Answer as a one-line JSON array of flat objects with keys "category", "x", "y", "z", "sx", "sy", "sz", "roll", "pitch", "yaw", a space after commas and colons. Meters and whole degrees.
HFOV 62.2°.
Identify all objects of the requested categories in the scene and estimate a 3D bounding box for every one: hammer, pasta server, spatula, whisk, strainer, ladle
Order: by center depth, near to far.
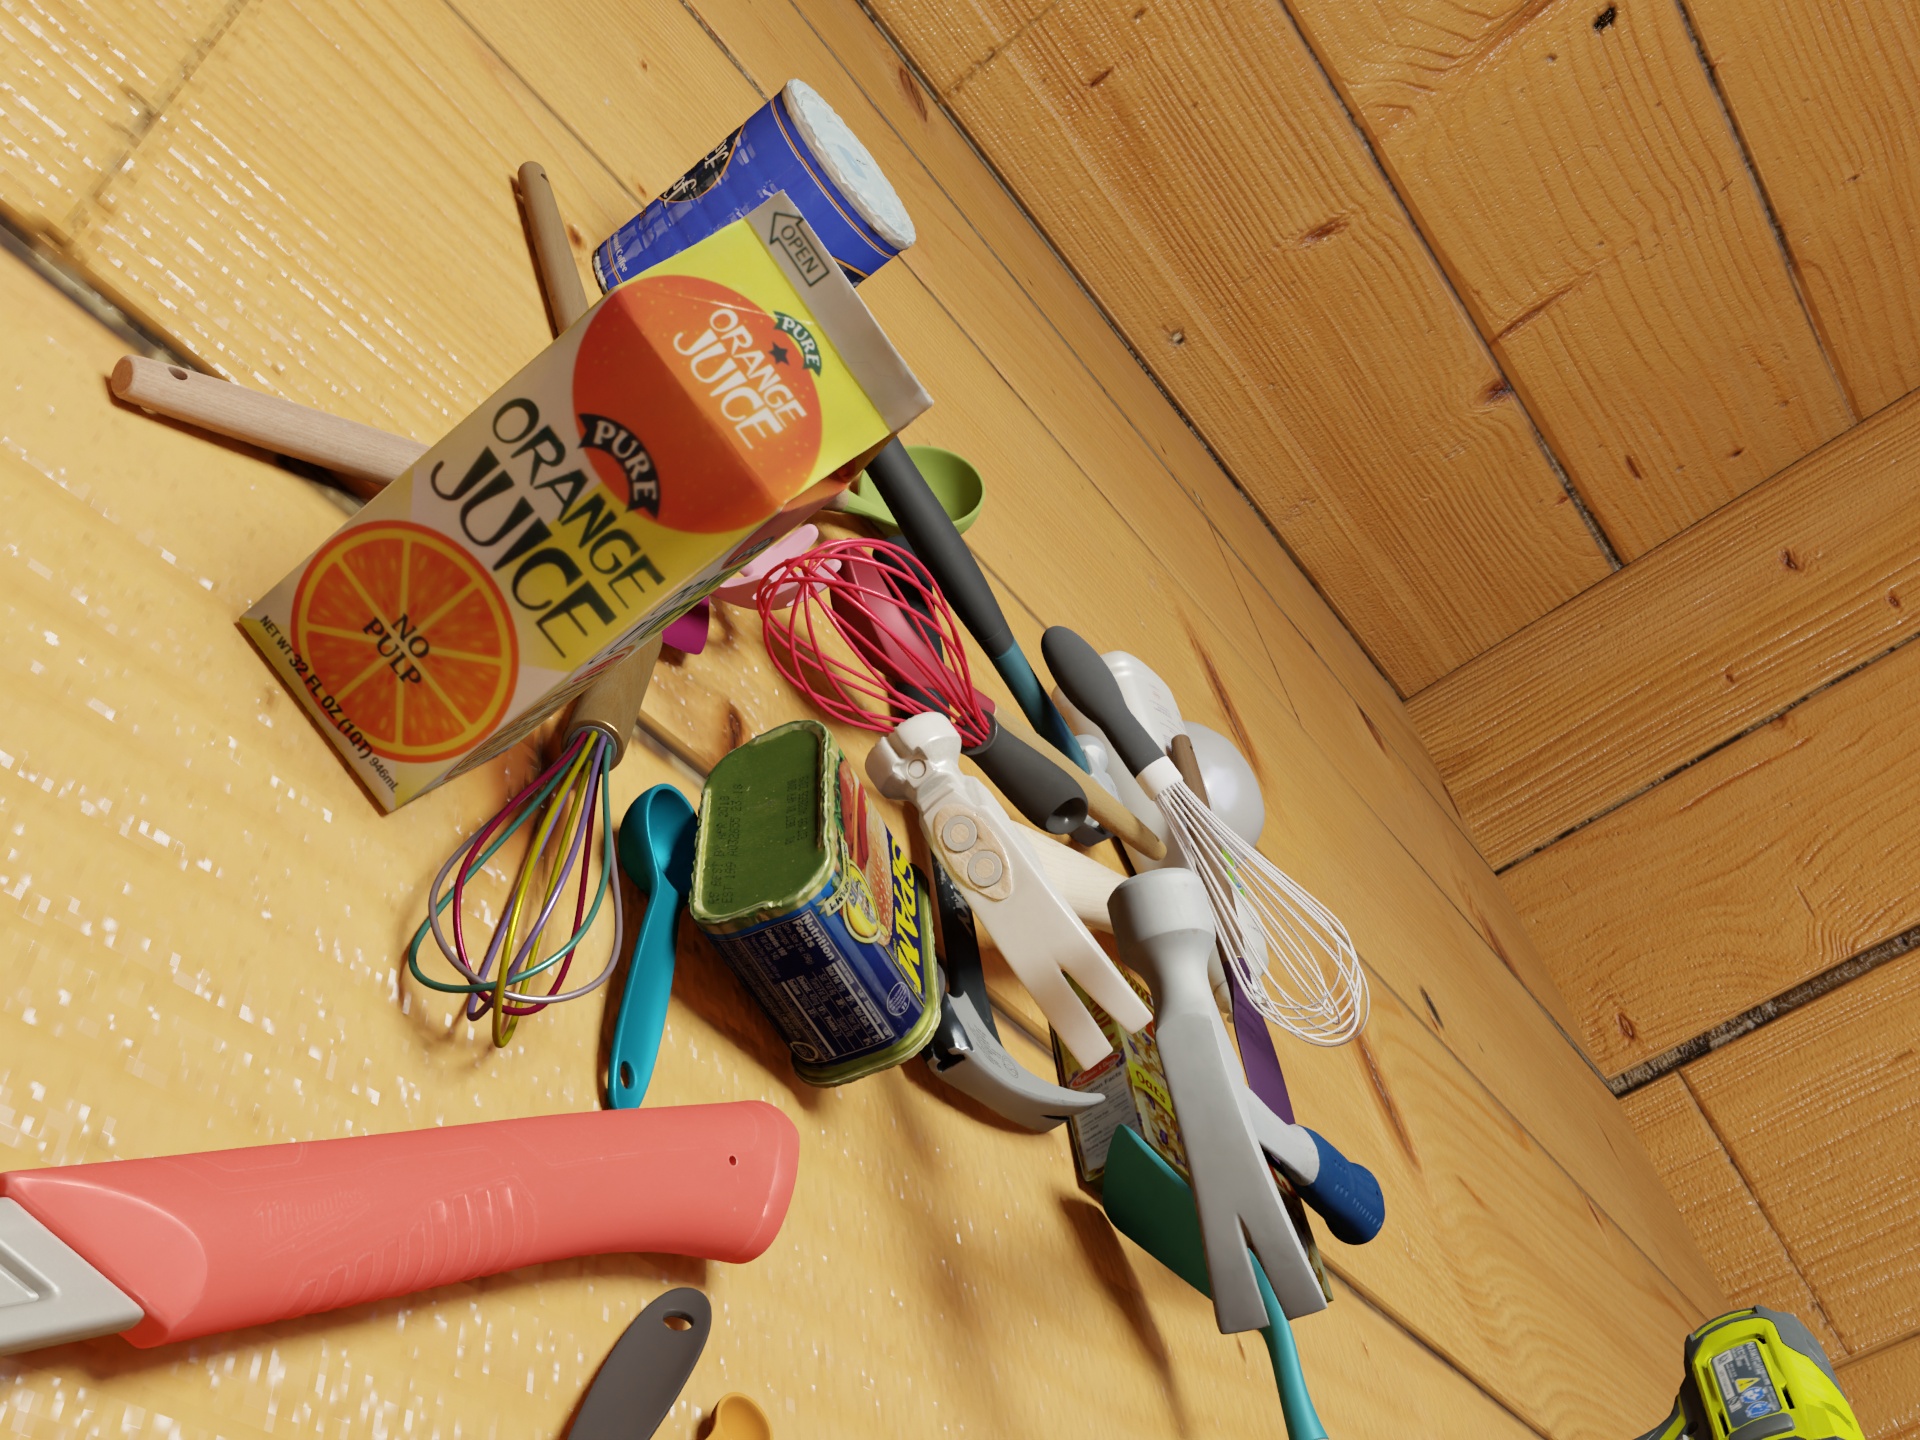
[{"category": "hammer", "x": -0.148, "y": 0.096, "z": 0.323, "sx": 0.358, "sy": 0.036, "sz": 0.149, "roll": 18, "pitch": 42, "yaw": -62}, {"category": "whisk", "x": -0.125, "y": 0.022, "z": 0.515, "sx": 0.245, "sy": 0.051, "sz": 0.047, "roll": -94, "pitch": 167, "yaw": -64}, {"category": "spatula", "x": 0.129, "y": 0.296, "z": 0.582, "sx": 0.082, "sy": 0.044, "sz": 0.318, "roll": 92, "pitch": -18, "yaw": -46}, {"category": "pasta server", "x": -0.154, "y": -0.085, "z": 0.587, "sx": 0.060, "sy": 0.040, "sz": 0.316, "roll": 55, "pitch": 21, "yaw": 25}, {"category": "hammer", "x": 0.142, "y": 0.188, "z": 0.671, "sx": 0.405, "sy": 0.035, "sz": 0.144, "roll": 48, "pitch": 27, "yaw": -60}, {"category": "whisk", "x": -0.001, "y": -0.002, "z": 0.717, "sx": 0.295, "sy": 0.073, "sz": 0.073, "roll": 42, "pitch": 22, "yaw": -56}, {"category": "hammer", "x": 0.077, "y": 0.095, "z": 0.772, "sx": 0.146, "sy": 0.038, "sz": 0.410, "roll": 54, "pitch": 9, "yaw": 20}, {"category": "hammer", "x": -0.010, "y": 0.026, "z": 0.797, "sx": 0.149, "sy": 0.036, "sz": 0.409, "roll": 46, "pitch": 20, "yaw": -32}, {"category": "ladle", "x": 0.027, "y": 0.006, "z": 0.823, "sx": 0.315, "sy": 0.031, "sz": 0.069, "roll": 39, "pitch": 28, "yaw": -43}, {"category": "ladle", "x": -0.075, "y": -0.136, "z": 0.877, "sx": 0.078, "sy": 0.062, "sz": 0.320, "roll": 33, "pitch": 14, "yaw": 19}, {"category": "whisk", "x": 0.130, "y": 0.058, "z": 0.885, "sx": 0.285, "sy": 0.070, "sz": 0.070, "roll": 55, "pitch": 17, "yaw": 16}, {"category": "hammer", "x": 0.015, "y": -0.055, "z": 0.910, "sx": 0.330, "sy": 0.033, "sz": 0.128, "roll": 57, "pitch": 11, "yaw": -30}, {"category": "spatula", "x": 0.156, "y": 0.123, "z": 0.927, "sx": 0.059, "sy": 0.018, "sz": 0.316, "roll": 45, "pitch": 25, "yaw": -38}, {"category": "strainer", "x": 0.190, "y": 0.082, "z": 1.151, "sx": 0.151, "sy": 0.069, "sz": 0.257, "roll": 43, "pitch": 20, "yaw": -34}]

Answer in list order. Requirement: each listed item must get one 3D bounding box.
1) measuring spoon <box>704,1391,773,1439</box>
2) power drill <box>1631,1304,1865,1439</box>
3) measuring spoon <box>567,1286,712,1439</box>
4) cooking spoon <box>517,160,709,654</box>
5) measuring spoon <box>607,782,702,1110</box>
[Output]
[{"category": "measuring spoon", "x": -0.076, "y": 0.197, "z": 0.377, "sx": 0.021, "sy": 0.011, "sz": 0.117, "roll": 49, "pitch": 21, "yaw": 6}, {"category": "power drill", "x": 0.255, "y": 0.334, "z": 0.636, "sx": 0.080, "sy": 0.223, "sz": 0.171, "roll": 56, "pitch": 18, "yaw": 2}, {"category": "measuring spoon", "x": -0.084, "y": 0.175, "z": 0.383, "sx": 0.034, "sy": 0.018, "sz": 0.124, "roll": 18, "pitch": 12, "yaw": 5}, {"category": "cooking spoon", "x": -0.169, "y": -0.155, "z": 0.728, "sx": 0.068, "sy": 0.017, "sz": 0.319, "roll": 27, "pitch": 34, "yaw": -51}, {"category": "measuring spoon", "x": -0.105, "y": 0.073, "z": 0.510, "sx": 0.129, "sy": 0.021, "sz": 0.042, "roll": -88, "pitch": 156, "yaw": -47}]
